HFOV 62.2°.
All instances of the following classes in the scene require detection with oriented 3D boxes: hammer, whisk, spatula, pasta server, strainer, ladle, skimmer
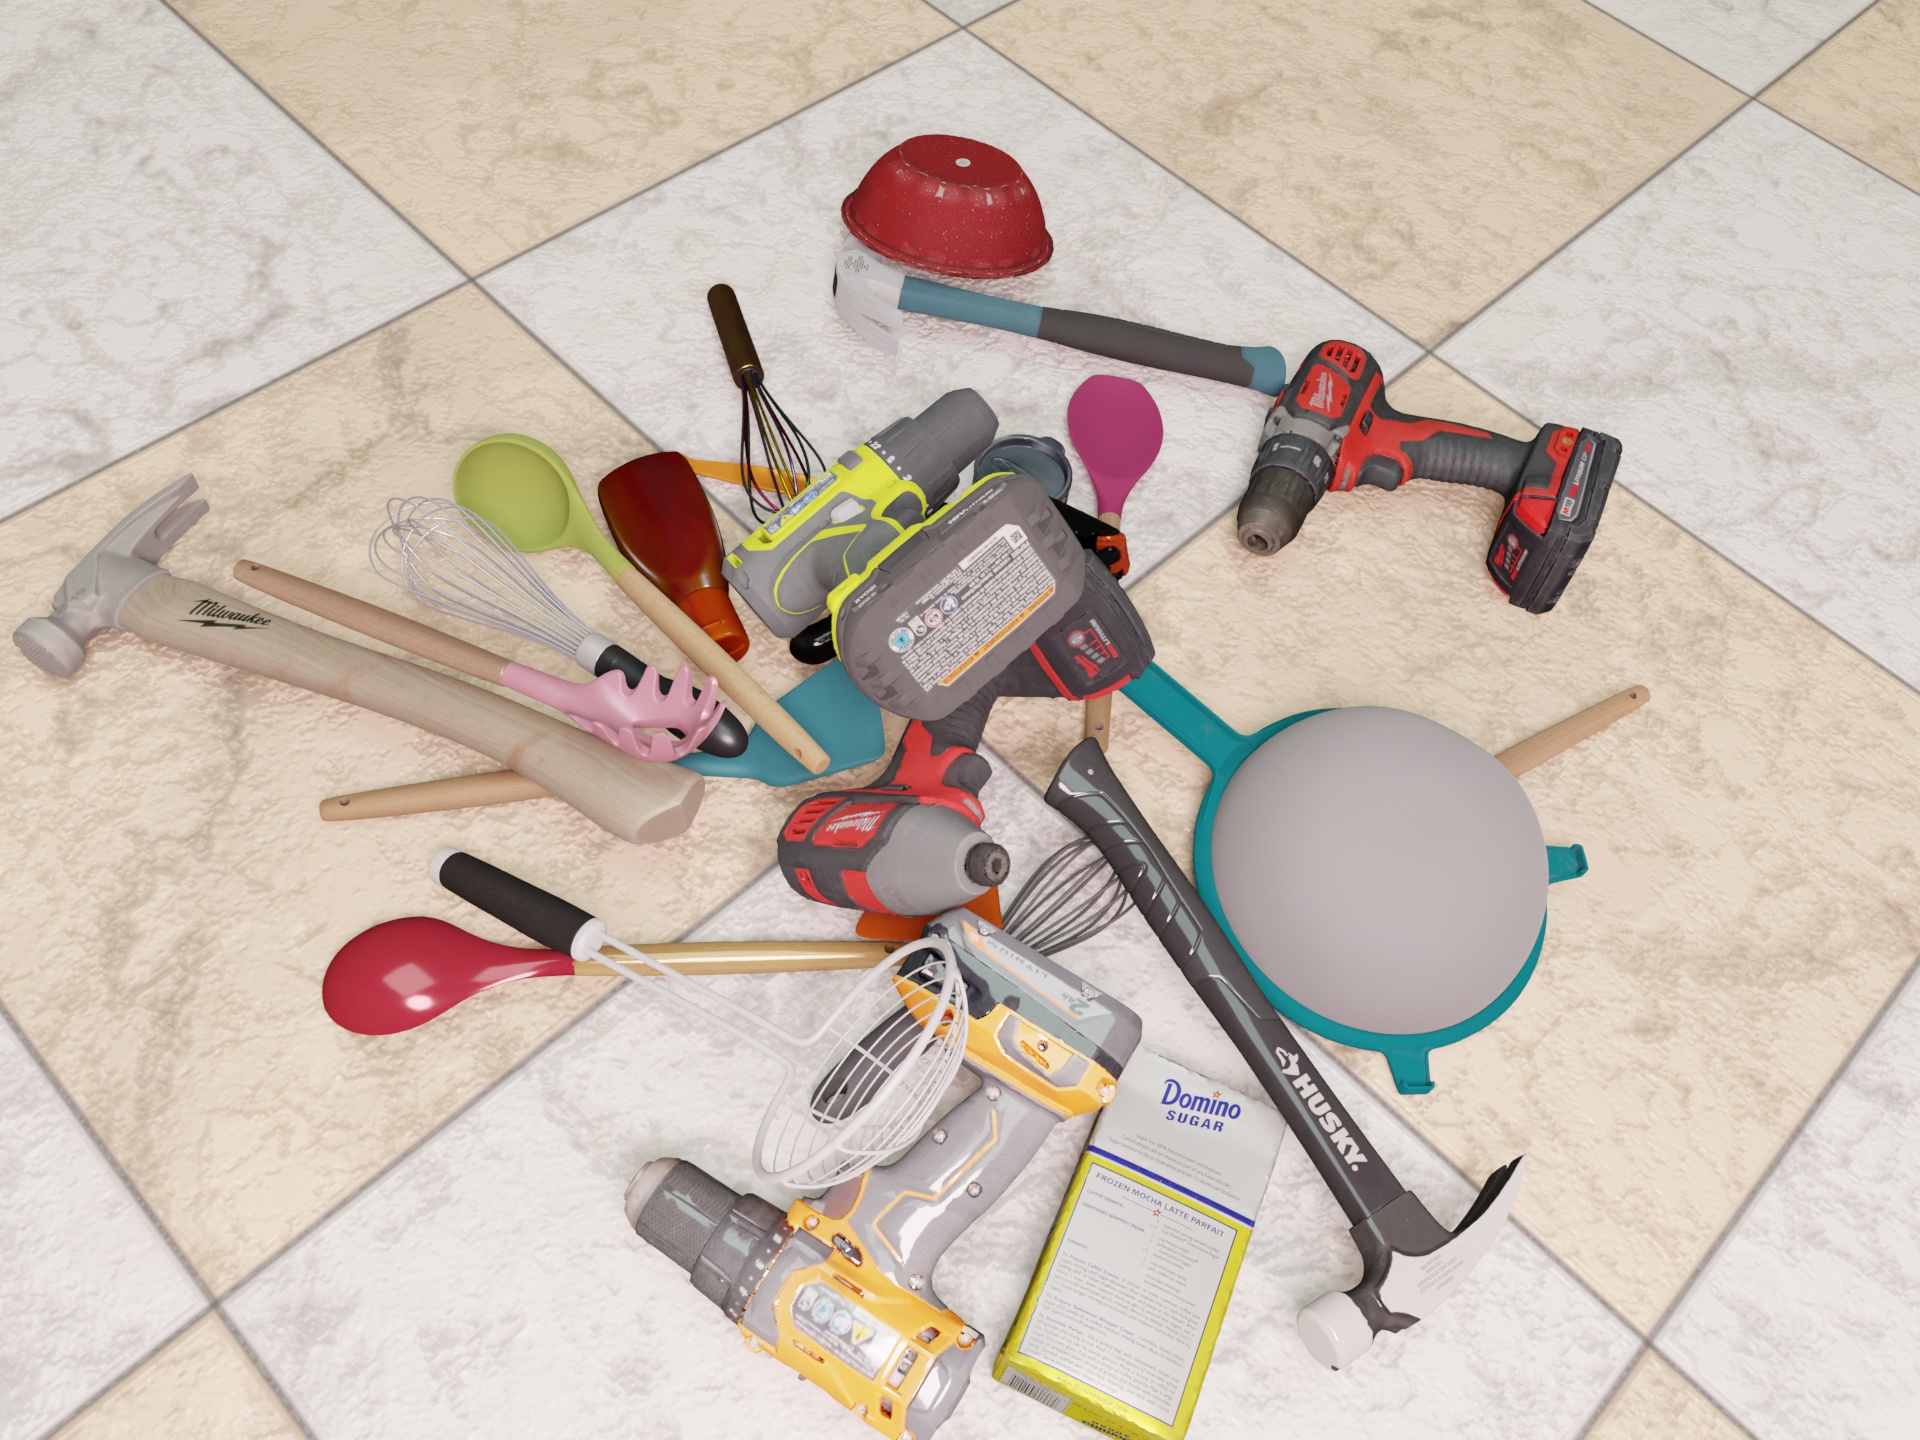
[{"bbox_3d":[-0.330,-0.029,0.914,0.411,0.038,0.146,19,56,12],"label":"hammer"},{"bbox_3d":[-0.236,-0.053,0.928,0.285,0.070,0.070,32,59,19],"label":"whisk"},{"bbox_3d":[-0.204,0.022,0.912,0.317,0.044,0.082,-8,54,-10],"label":"spatula"},{"bbox_3d":[0.070,-0.283,1.139,0.331,0.033,0.128,12,42,-2],"label":"hammer"},{"bbox_3d":[0.013,0.138,0.864,0.239,0.055,0.055,-38,68,-22],"label":"whisk"},{"bbox_3d":[-0.002,-0.003,0.953,0.081,0.041,0.323,-2,54,11],"label":"spatula"},{"bbox_3d":[-0.273,-0.041,0.880,0.316,0.040,0.060,20,42,14],"label":"pasta server"},{"bbox_3d":[0.304,0.046,0.969,0.316,0.018,0.060,-25,66,-19],"label":"spatula"},{"bbox_3d":[0.196,0.030,0.898,0.340,0.095,0.211,41,66,10],"label":"strainer"},{"bbox_3d":[-0.138,-0.214,1.073,0.047,0.051,0.245,21,36,-42],"label":"whisk"},{"bbox_3d":[0.149,0.146,0.824,0.146,0.035,0.335,-23,67,-25],"label":"hammer"},{"bbox_3d":[-0.192,-0.068,0.939,0.320,0.078,0.062,42,39,26],"label":"ladle"},{"bbox_3d":[-0.149,0.111,0.760,0.363,0.090,0.127,19,61,33],"label":"skimmer"},{"bbox_3d":[-0.181,0.131,0.856,0.315,0.031,0.069,-1,53,-9],"label":"ladle"}]

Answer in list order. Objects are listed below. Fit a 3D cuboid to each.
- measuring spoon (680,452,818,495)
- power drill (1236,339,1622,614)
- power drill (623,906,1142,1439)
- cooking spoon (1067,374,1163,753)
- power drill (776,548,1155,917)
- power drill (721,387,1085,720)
[{"bbox_3d":[-0.141,-0.160,1.060,0.117,0.011,0.021,9,52,-5],"label":"measuring spoon"},{"bbox_3d":[0.306,-0.154,1.067,0.227,0.080,0.188,23,57,12],"label":"power drill"},{"bbox_3d":[-0.037,0.204,0.772,0.185,0.084,0.226,30,76,12],"label":"power drill"},{"bbox_3d":[0.097,-0.113,1.049,0.068,0.017,0.319,9,56,-4],"label":"cooking spoon"},{"bbox_3d":[0.008,0.011,0.852,0.143,0.078,0.220,0,47,46],"label":"power drill"},{"bbox_3d":[-0.025,-0.104,0.890,0.190,0.080,0.229,-41,30,-4],"label":"power drill"}]
